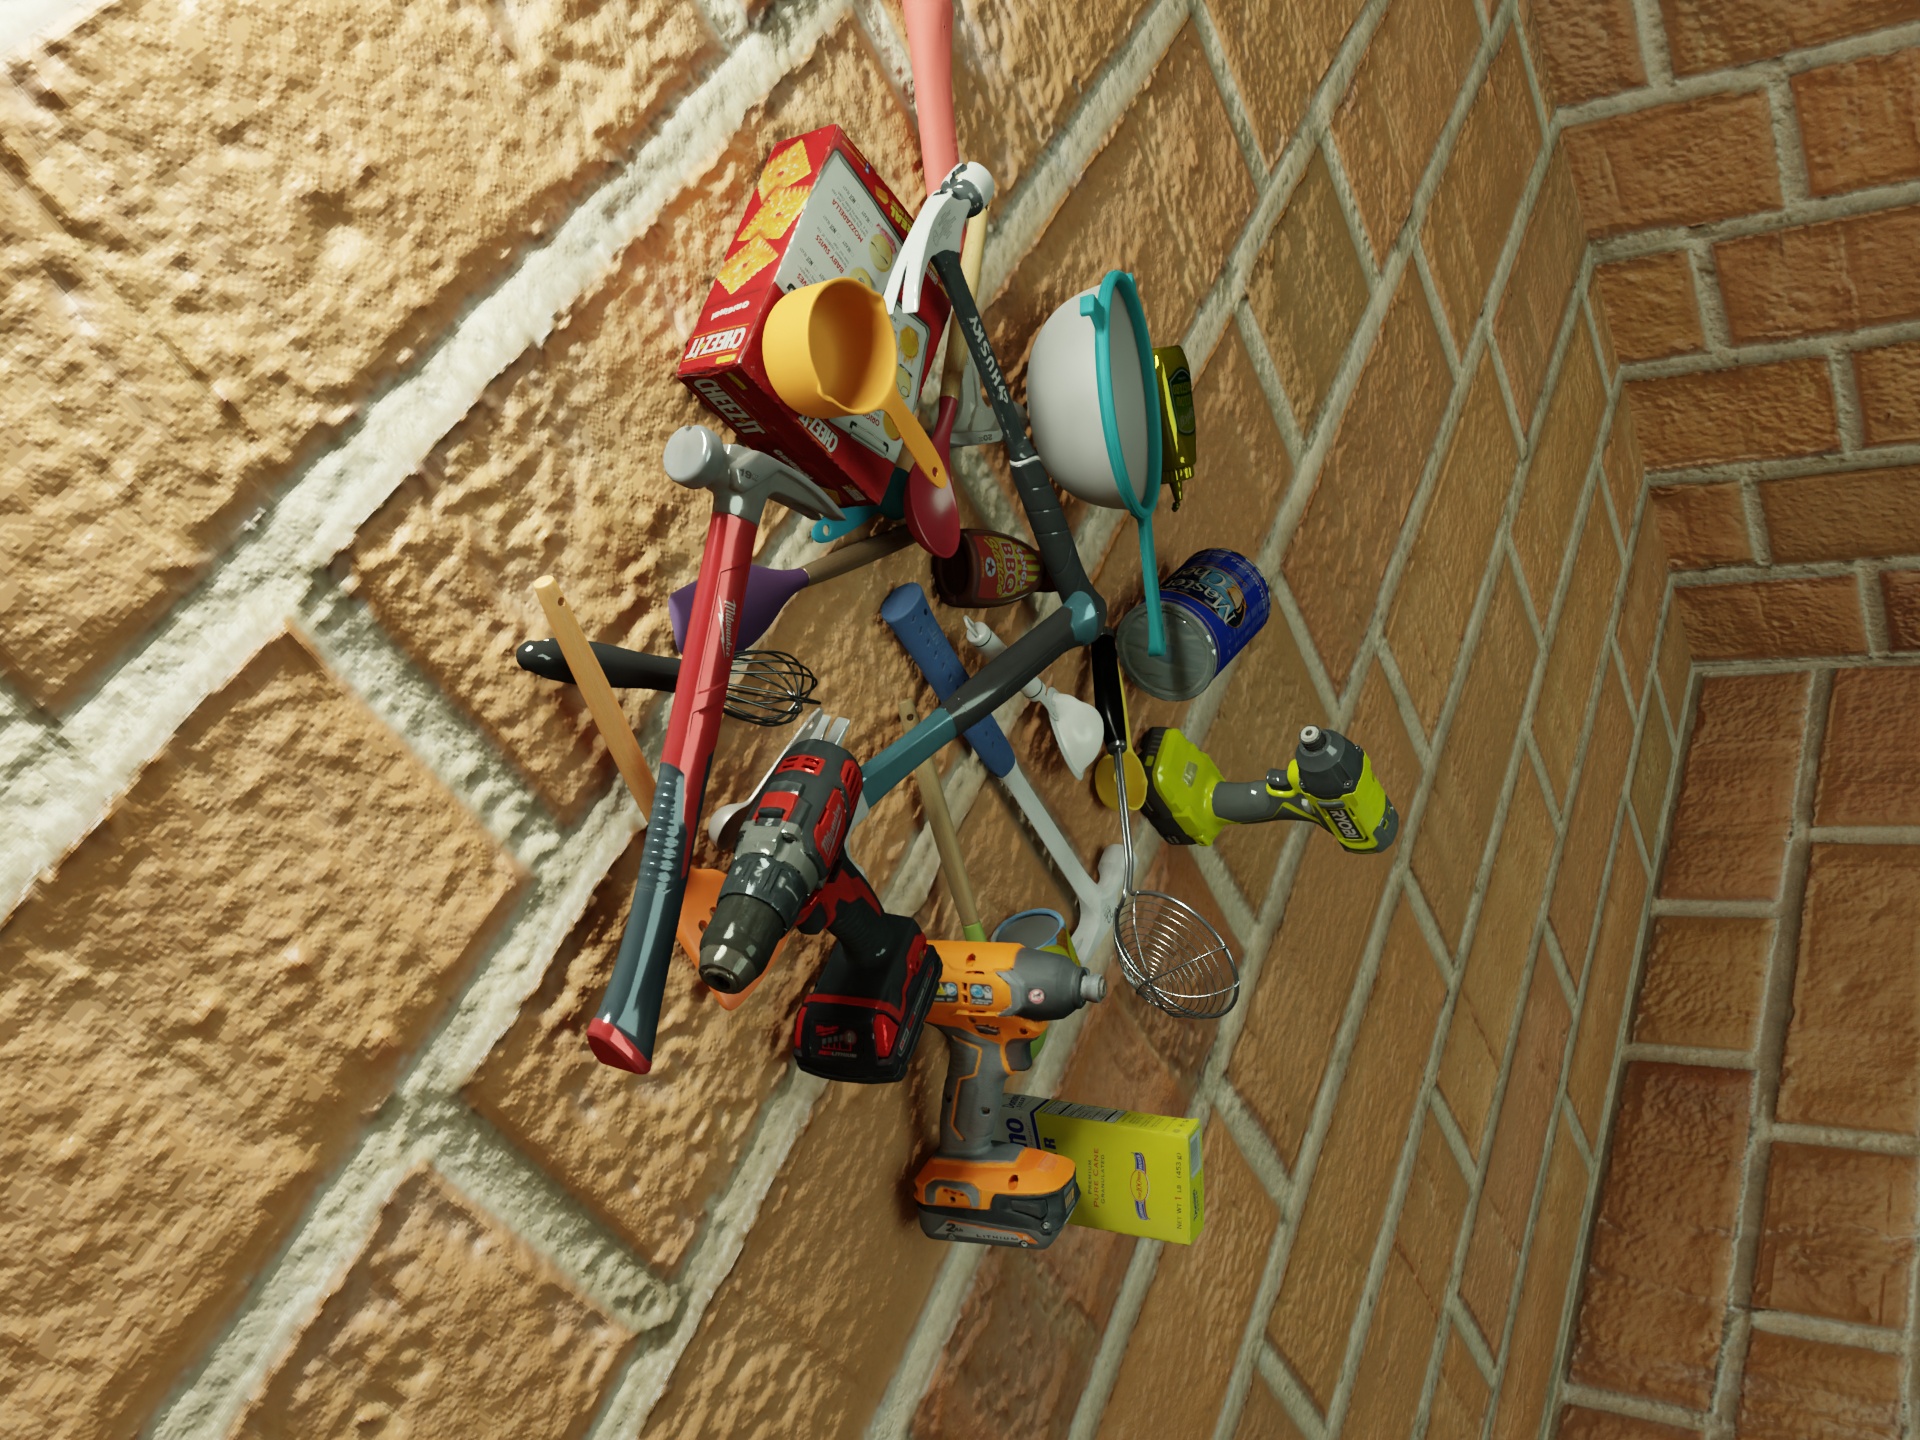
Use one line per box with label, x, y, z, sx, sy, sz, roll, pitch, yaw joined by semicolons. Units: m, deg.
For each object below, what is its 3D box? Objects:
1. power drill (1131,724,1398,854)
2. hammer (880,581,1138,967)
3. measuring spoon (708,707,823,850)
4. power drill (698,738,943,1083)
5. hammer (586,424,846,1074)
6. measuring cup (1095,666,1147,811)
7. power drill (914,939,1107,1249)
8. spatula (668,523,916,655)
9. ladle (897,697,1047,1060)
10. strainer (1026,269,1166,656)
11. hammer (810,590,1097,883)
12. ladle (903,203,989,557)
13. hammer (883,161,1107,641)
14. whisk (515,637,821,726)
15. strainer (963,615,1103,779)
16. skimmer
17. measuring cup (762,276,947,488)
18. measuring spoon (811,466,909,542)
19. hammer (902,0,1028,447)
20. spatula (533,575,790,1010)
power drill;0.282;0.060;1.505;0.171;0.223;0.080;49;51;-41
hammer;0.041;0.050;1.337;0.405;0.035;0.144;57;47;-36
measuring spoon;-0.135;0.036;1.091;0.124;0.018;0.034;-54;161;-22
power drill;-0.095;0.150;1.057;0.188;0.080;0.226;-67;149;-42
hammer;-0.159;0.024;0.988;0.143;0.038;0.386;21;77;-54
measuring cup;0.142;0.009;1.493;0.062;0.029;0.157;9;70;-53
power drill;0.036;0.280;1.214;0.084;0.164;0.226;-24;111;-68
spatula;-0.099;-0.109;1.165;0.316;0.018;0.059;-31;117;-49
ladle;-0.001;0.135;1.274;0.078;0.062;0.320;-17;97;-7
strainer;0.119;-0.216;1.398;0.211;0.095;0.340;-52;136;-64
hammer;-0.002;-0.004;1.229;0.331;0.033;0.128;-39;121;-34
ladle;-0.005;-0.273;1.235;0.069;0.031;0.315;30;64;-53
hammer;0.044;-0.217;1.251;0.149;0.036;0.408;-61;140;-35
whisk;-0.182;-0.028;1.026;0.238;0.055;0.055;8;83;-49
strainer;0.068;-0.022;1.352;0.258;0.050;0.087;42;32;-48
skimmer;0.171;0.083;1.406;0.090;0.127;0.364;7;61;-21
measuring cup;-0.068;-0.216;1.067;0.173;0.052;0.095;52;51;-41
measuring spoon;-0.068;-0.160;1.205;0.128;0.021;0.042;-38;119;-49
hammer;-0.015;-0.400;1.275;0.149;0.037;0.359;-18;104;-53
spatula;-0.190;0.046;0.997;0.081;0.041;0.322;-54;138;-39
